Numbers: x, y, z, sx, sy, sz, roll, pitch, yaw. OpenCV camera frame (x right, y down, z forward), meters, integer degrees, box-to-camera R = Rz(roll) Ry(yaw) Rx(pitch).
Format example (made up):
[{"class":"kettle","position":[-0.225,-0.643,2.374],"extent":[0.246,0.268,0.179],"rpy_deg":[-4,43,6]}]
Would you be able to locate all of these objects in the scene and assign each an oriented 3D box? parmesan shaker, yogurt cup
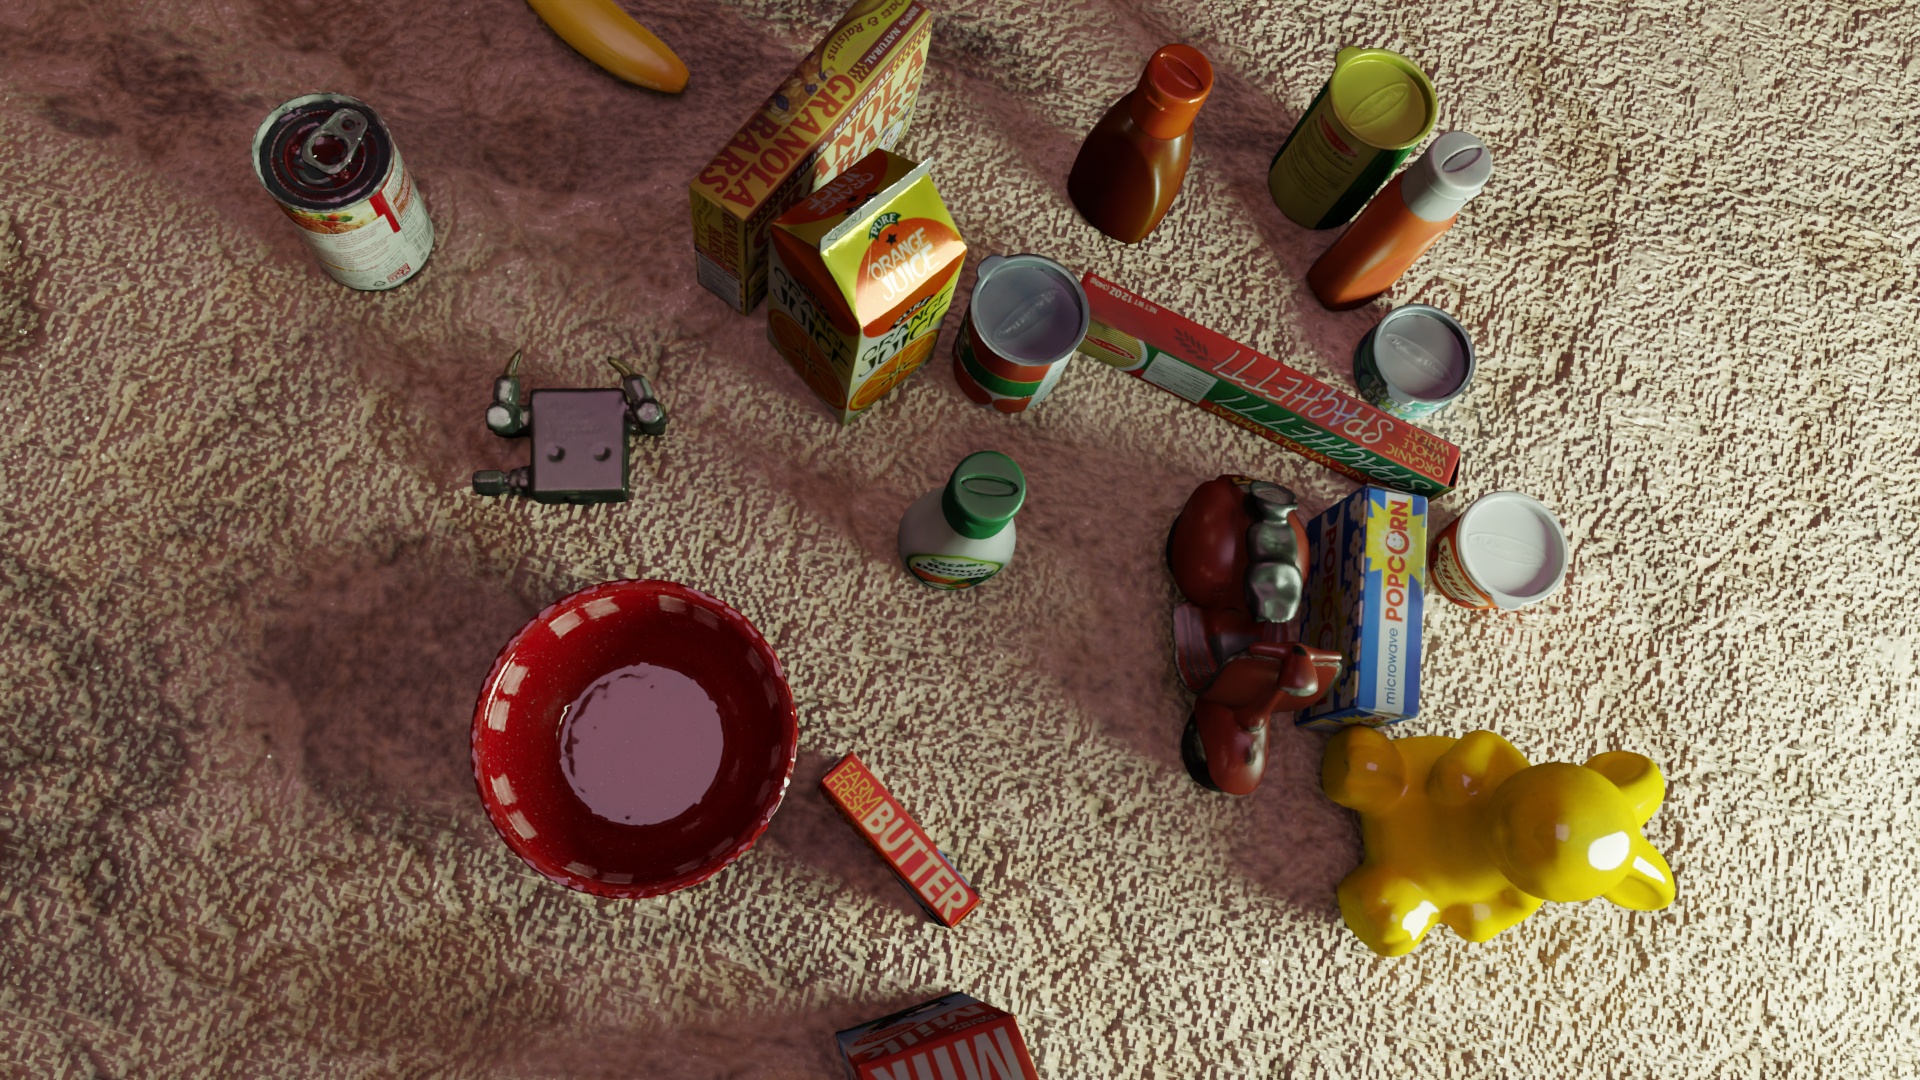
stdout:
[{"class":"parmesan shaker","position":[0.236,-0.245,0.850],"extent":[0.071,0.103,0.071],"rpy_deg":[2,76,-8]},{"class":"yogurt cup","position":[0.314,0.009,0.821],"extent":[0.072,0.053,0.072],"rpy_deg":[2,75,-8]}]

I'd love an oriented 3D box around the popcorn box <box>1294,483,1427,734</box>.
[{"class":"popcorn box","position":[0.225,0.042,0.783],"extent":[0.038,0.085,0.127],"rpy_deg":[9,74,-6]}]

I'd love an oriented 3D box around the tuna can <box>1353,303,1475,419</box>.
[{"class":"tuna can","position":[0.278,-0.108,0.857],"extent":[0.071,0.032,0.071],"rpy_deg":[2,75,-8]}]

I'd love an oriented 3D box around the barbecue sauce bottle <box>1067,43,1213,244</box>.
[{"class":"barbecue sauce bottle","position":[0.106,-0.229,0.803],"extent":[0.065,0.148,0.044],"rpy_deg":[43,74,4]}]

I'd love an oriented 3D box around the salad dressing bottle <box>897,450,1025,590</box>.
[{"class":"salad dressing bottle","position":[0.003,-0.009,0.730],"extent":[0.064,0.147,0.044],"rpy_deg":[7,75,-7]}]

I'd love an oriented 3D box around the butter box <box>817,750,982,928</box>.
[{"class":"butter box","position":[-0.034,0.158,0.730],"extent":[0.024,0.053,0.103],"rpy_deg":[-41,85,-15]}]

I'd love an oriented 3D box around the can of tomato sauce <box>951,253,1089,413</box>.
[{"class":"can of tomato sauce","position":[0.031,-0.118,0.796],"extent":[0.071,0.083,0.071],"rpy_deg":[2,76,-8]}]

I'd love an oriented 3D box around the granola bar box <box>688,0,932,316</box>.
[{"class":"granola bar box","position":[-0.084,-0.218,0.784],"extent":[0.039,0.124,0.166],"rpy_deg":[37,74,2]}]

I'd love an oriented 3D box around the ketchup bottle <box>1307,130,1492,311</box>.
[{"class":"ketchup bottle","position":[0.259,-0.186,0.815],"extent":[0.065,0.148,0.043],"rpy_deg":[-31,82,-14]}]

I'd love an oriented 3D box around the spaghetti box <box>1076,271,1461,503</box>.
[{"class":"spaghetti box","position":[0.176,-0.087,0.828],"extent":[0.250,0.050,0.029],"rpy_deg":[25,74,-1]}]

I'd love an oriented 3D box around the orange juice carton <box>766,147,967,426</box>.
[{"class":"orange juice carton","position":[-0.052,-0.136,0.732],"extent":[0.072,0.192,0.073],"rpy_deg":[-39,84,-15]}]

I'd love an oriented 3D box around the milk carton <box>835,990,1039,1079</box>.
[{"class":"milk carton","position":[-0.008,0.259,0.636],"extent":[0.072,0.190,0.073],"rpy_deg":[-14,79,-12]}]
